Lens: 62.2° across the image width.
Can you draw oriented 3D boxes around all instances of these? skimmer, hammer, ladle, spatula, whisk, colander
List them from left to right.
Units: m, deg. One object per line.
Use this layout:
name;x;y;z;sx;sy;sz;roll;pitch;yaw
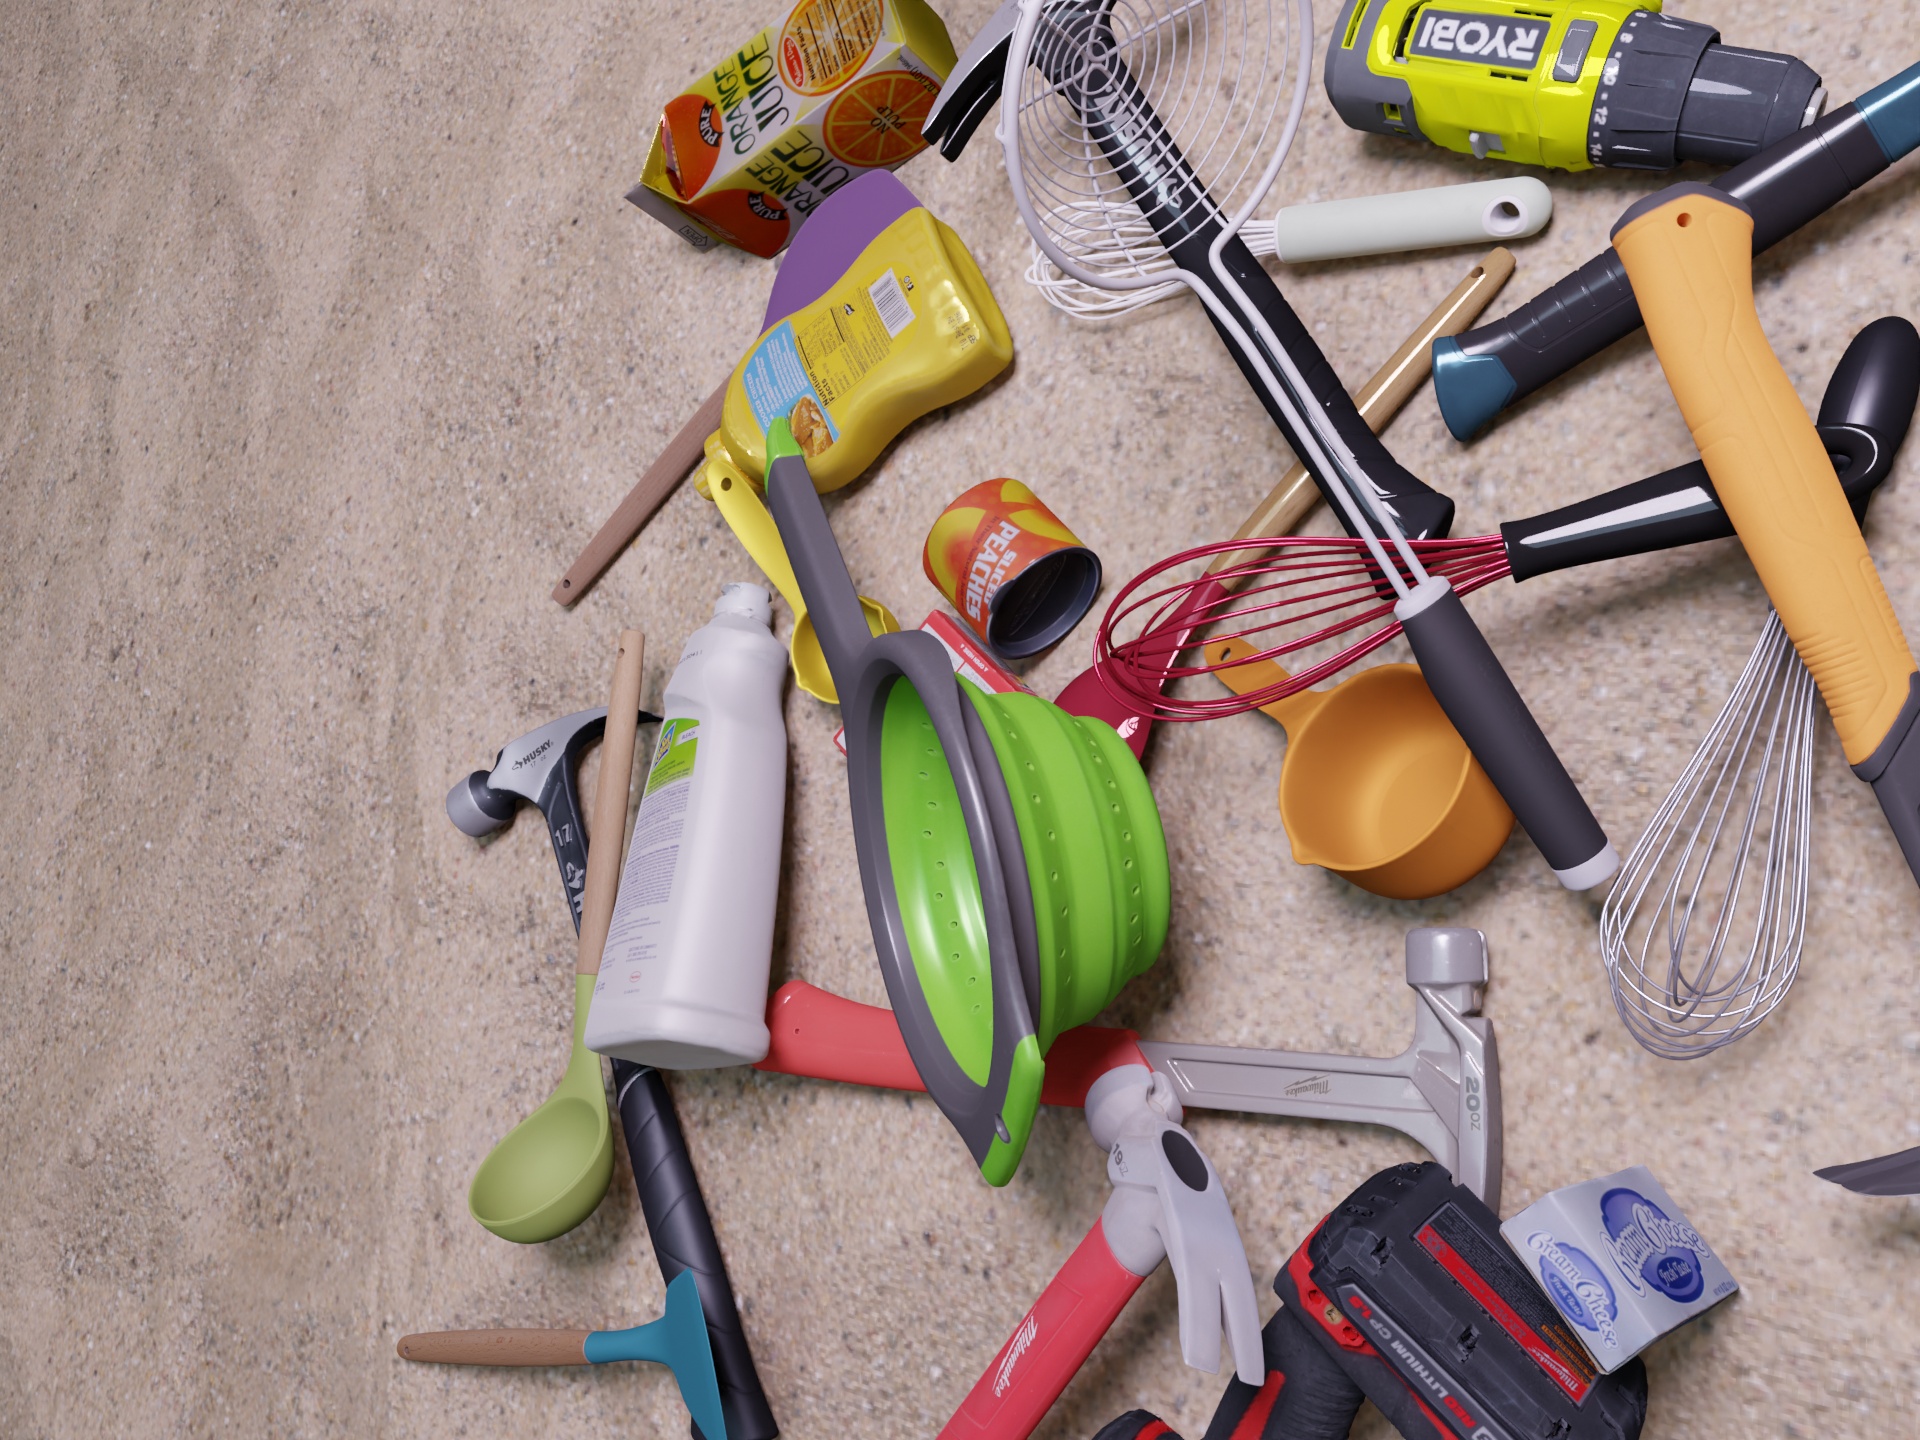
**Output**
spatula;-0.210;0.320;0.807;0.317;0.044;0.082;-19;80;39
ladle;-0.198;0.104;0.826;0.078;0.062;0.320;-6;74;37
hammer;-0.172;0.177;0.846;0.149;0.036;0.409;-33;64;22
spatula;-0.137;-0.183;0.909;0.316;0.018;0.060;-47;75;16
hammer;-0.006;0.327;0.647;0.386;0.038;0.143;-59;20;20
colander;-0.001;-0.002;0.703;0.204;0.094;0.398;101;154;-49
hammer;0.052;0.162;0.702;0.359;0.036;0.149;-3;78;32
hammer;0.107;-0.197;0.696;0.146;0.035;0.335;-34;73;19
ladle;0.133;-0.080;0.706;0.315;0.031;0.069;-50;41;11
whisk;0.140;-0.220;0.725;0.246;0.059;0.057;2;125;30
skimmer;0.137;-0.095;0.529;0.127;0.090;0.363;-35;96;-15
whisk;0.187;-0.059;0.601;0.296;0.073;0.073;-15;72;22
whisk;0.294;-0.015;0.573;0.070;0.070;0.284;16;84;34
hammer;0.286;-0.018;0.522;0.127;0.034;0.337;-20;82;5
hammer;0.318;-0.207;0.580;0.331;0.128;0.033;-32;19;33

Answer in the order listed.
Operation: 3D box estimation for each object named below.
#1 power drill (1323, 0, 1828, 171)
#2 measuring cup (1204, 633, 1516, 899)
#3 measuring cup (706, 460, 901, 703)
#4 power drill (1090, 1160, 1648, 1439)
power drill;0.274;-0.335;0.642;0.191;0.080;0.228;22;94;28
measuring cup;0.161;0.010;0.664;0.095;0.052;0.174;-55;32;9
measuring cup;-0.083;-0.075;0.829;0.062;0.029;0.157;-42;72;20
power drill;0.135;0.280;0.579;0.143;0.078;0.219;45;119;24
